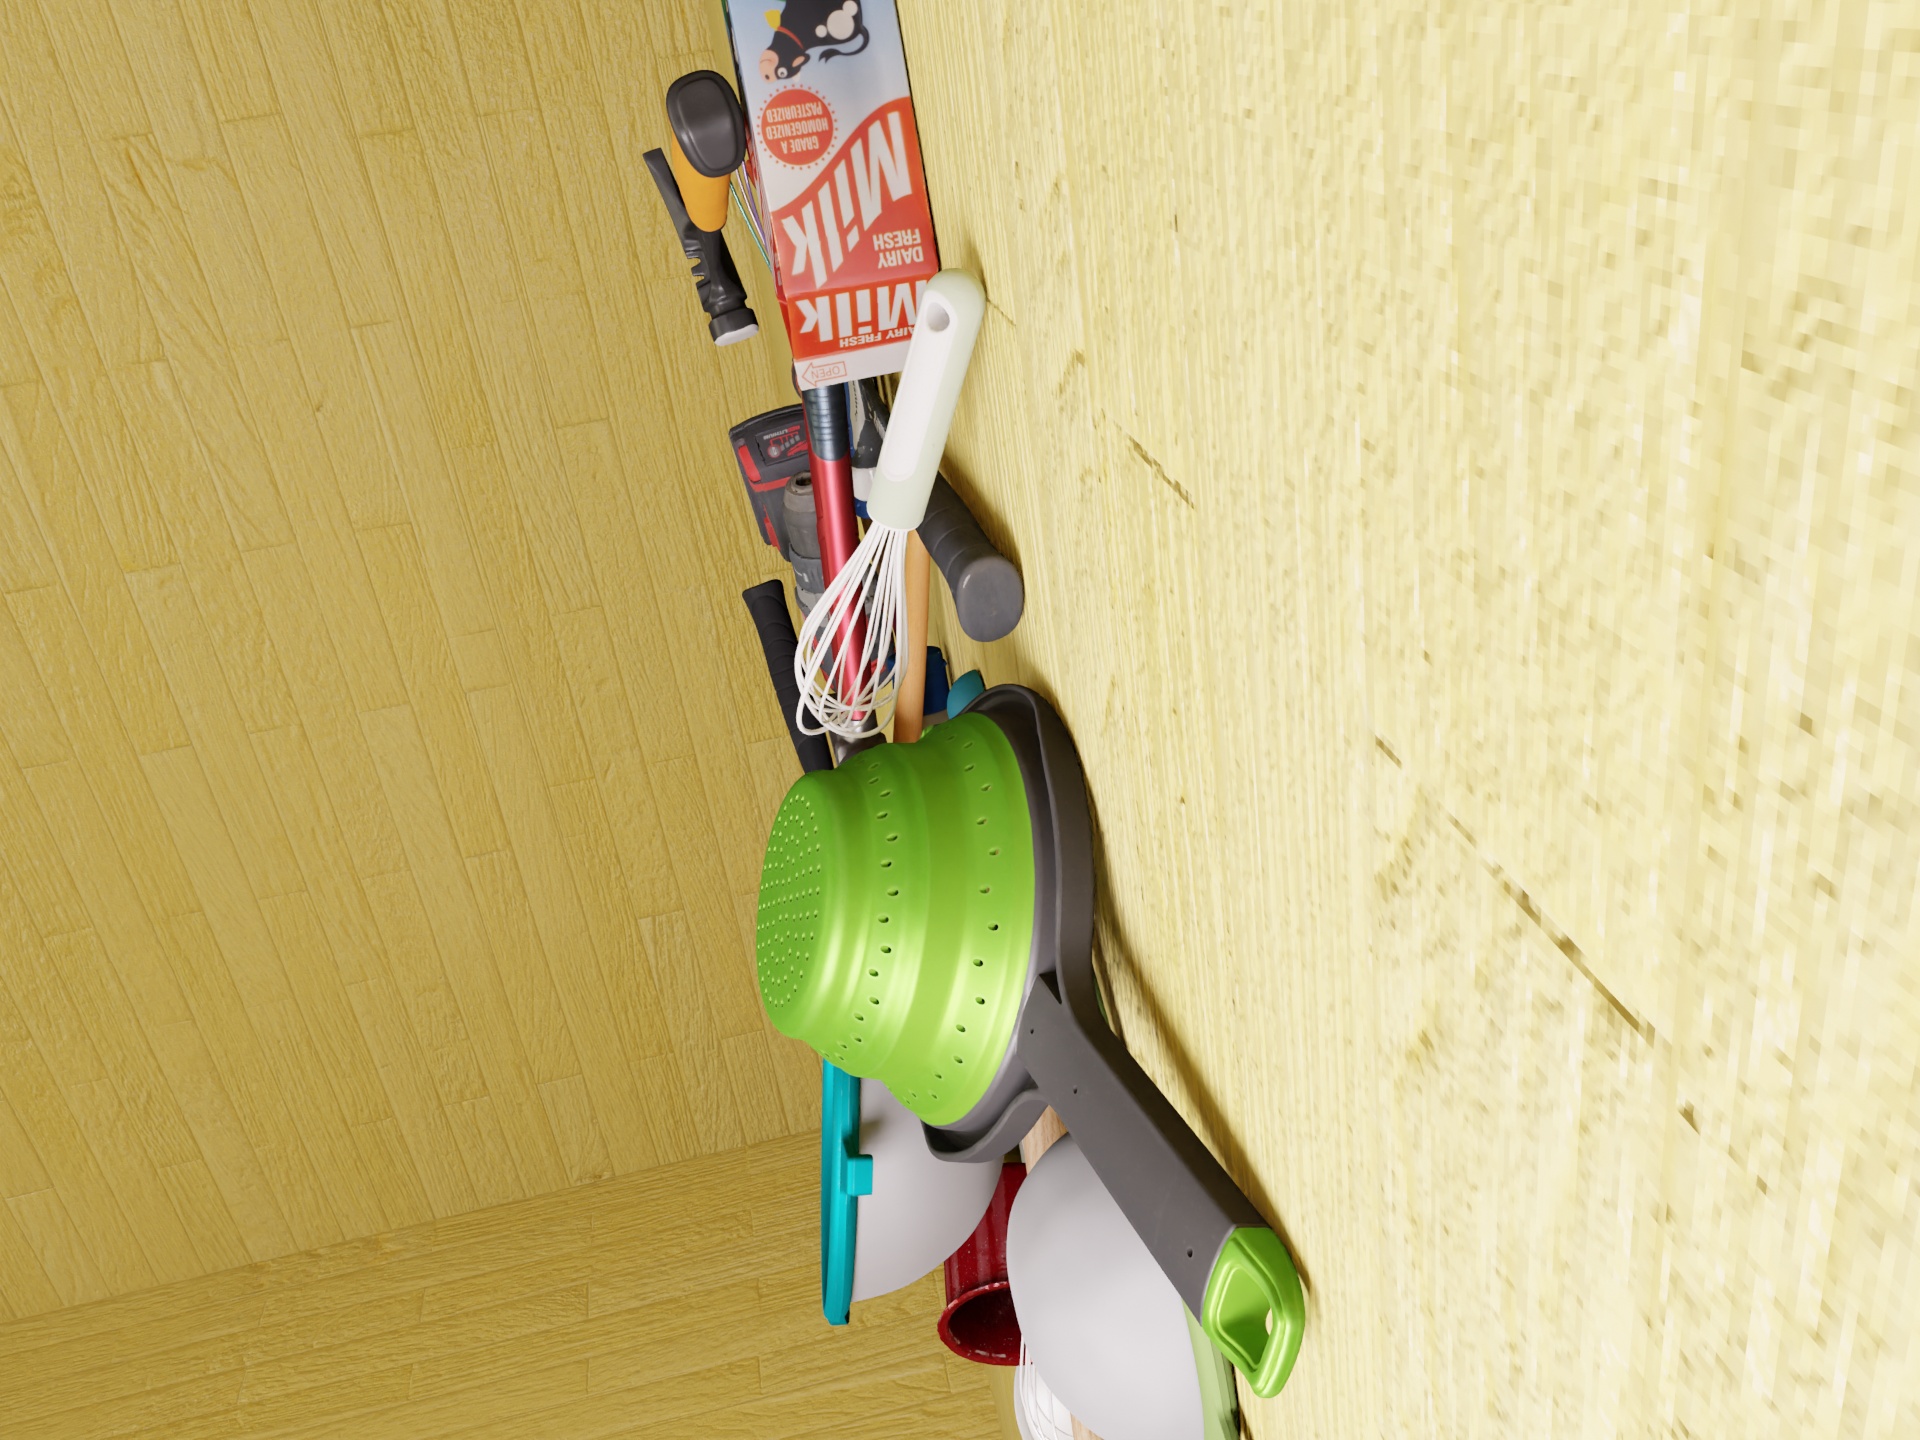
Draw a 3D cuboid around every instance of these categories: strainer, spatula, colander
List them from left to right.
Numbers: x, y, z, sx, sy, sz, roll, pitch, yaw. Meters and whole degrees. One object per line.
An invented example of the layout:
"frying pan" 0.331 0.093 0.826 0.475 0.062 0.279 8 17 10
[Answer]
"strainer" -0.030 0.250 0.884 0.211 0.095 0.340 -95 8 -46
"spatula" -0.026 0.040 0.986 0.081 0.041 0.322 -107 21 -80
"colander" -0.004 0.106 0.598 0.397 0.094 0.204 -134 55 -64
"strainer" 0.058 0.338 0.975 0.086 0.050 0.259 14 -119 -47
"strainer" 0.043 0.179 0.651 0.151 0.069 0.256 107 149 -78

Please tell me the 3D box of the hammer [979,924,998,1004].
"hammer" -0.009 0.165 1.157 0.411 0.038 0.146 -136 48 -83

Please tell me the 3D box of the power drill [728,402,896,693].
"power drill" -0.111 -0.149 1.187 0.187 0.080 0.227 76 173 -45

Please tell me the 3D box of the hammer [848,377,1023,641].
"hammer" -0.026 -0.137 0.844 0.409 0.036 0.149 -115 16 -63

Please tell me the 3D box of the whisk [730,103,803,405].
"whisk" -0.097 -0.246 0.941 0.047 0.051 0.244 -121 19 -54

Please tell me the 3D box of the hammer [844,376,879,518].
"hammer" -0.085 -0.324 1.009 0.144 0.035 0.405 -114 13 -64

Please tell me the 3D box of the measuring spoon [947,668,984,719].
"measuring spoon" -0.001 -0.003 0.928 0.128 0.021 0.042 146 112 -82

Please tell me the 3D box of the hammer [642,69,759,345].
"hammer" -0.138 -0.286 0.847 0.337 0.034 0.127 -149 39 -80

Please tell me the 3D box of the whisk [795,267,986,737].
"whisk" -0.031 -0.083 0.685 0.058 0.059 0.246 38 134 20

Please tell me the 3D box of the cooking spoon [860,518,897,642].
"cooking spoon" -0.054 -0.104 1.244 0.068 0.017 0.319 78 176 -56

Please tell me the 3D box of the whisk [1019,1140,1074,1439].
"whisk" 0.048 0.253 0.839 0.070 0.070 0.285 92 169 -67

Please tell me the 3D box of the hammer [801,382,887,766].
"hammer" -0.075 -0.148 0.907 0.143 0.038 0.386 -113 17 -63

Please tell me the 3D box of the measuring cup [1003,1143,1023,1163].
"measuring cup" 0.051 0.309 1.015 0.029 0.062 0.157 -42 68 41

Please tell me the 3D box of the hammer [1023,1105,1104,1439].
"hammer" 0.054 0.264 0.750 0.129 0.031 0.332 44 -150 -49

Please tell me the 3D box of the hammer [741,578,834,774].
"hammer" -0.096 0.040 1.114 0.146 0.035 0.335 63 -174 -62
